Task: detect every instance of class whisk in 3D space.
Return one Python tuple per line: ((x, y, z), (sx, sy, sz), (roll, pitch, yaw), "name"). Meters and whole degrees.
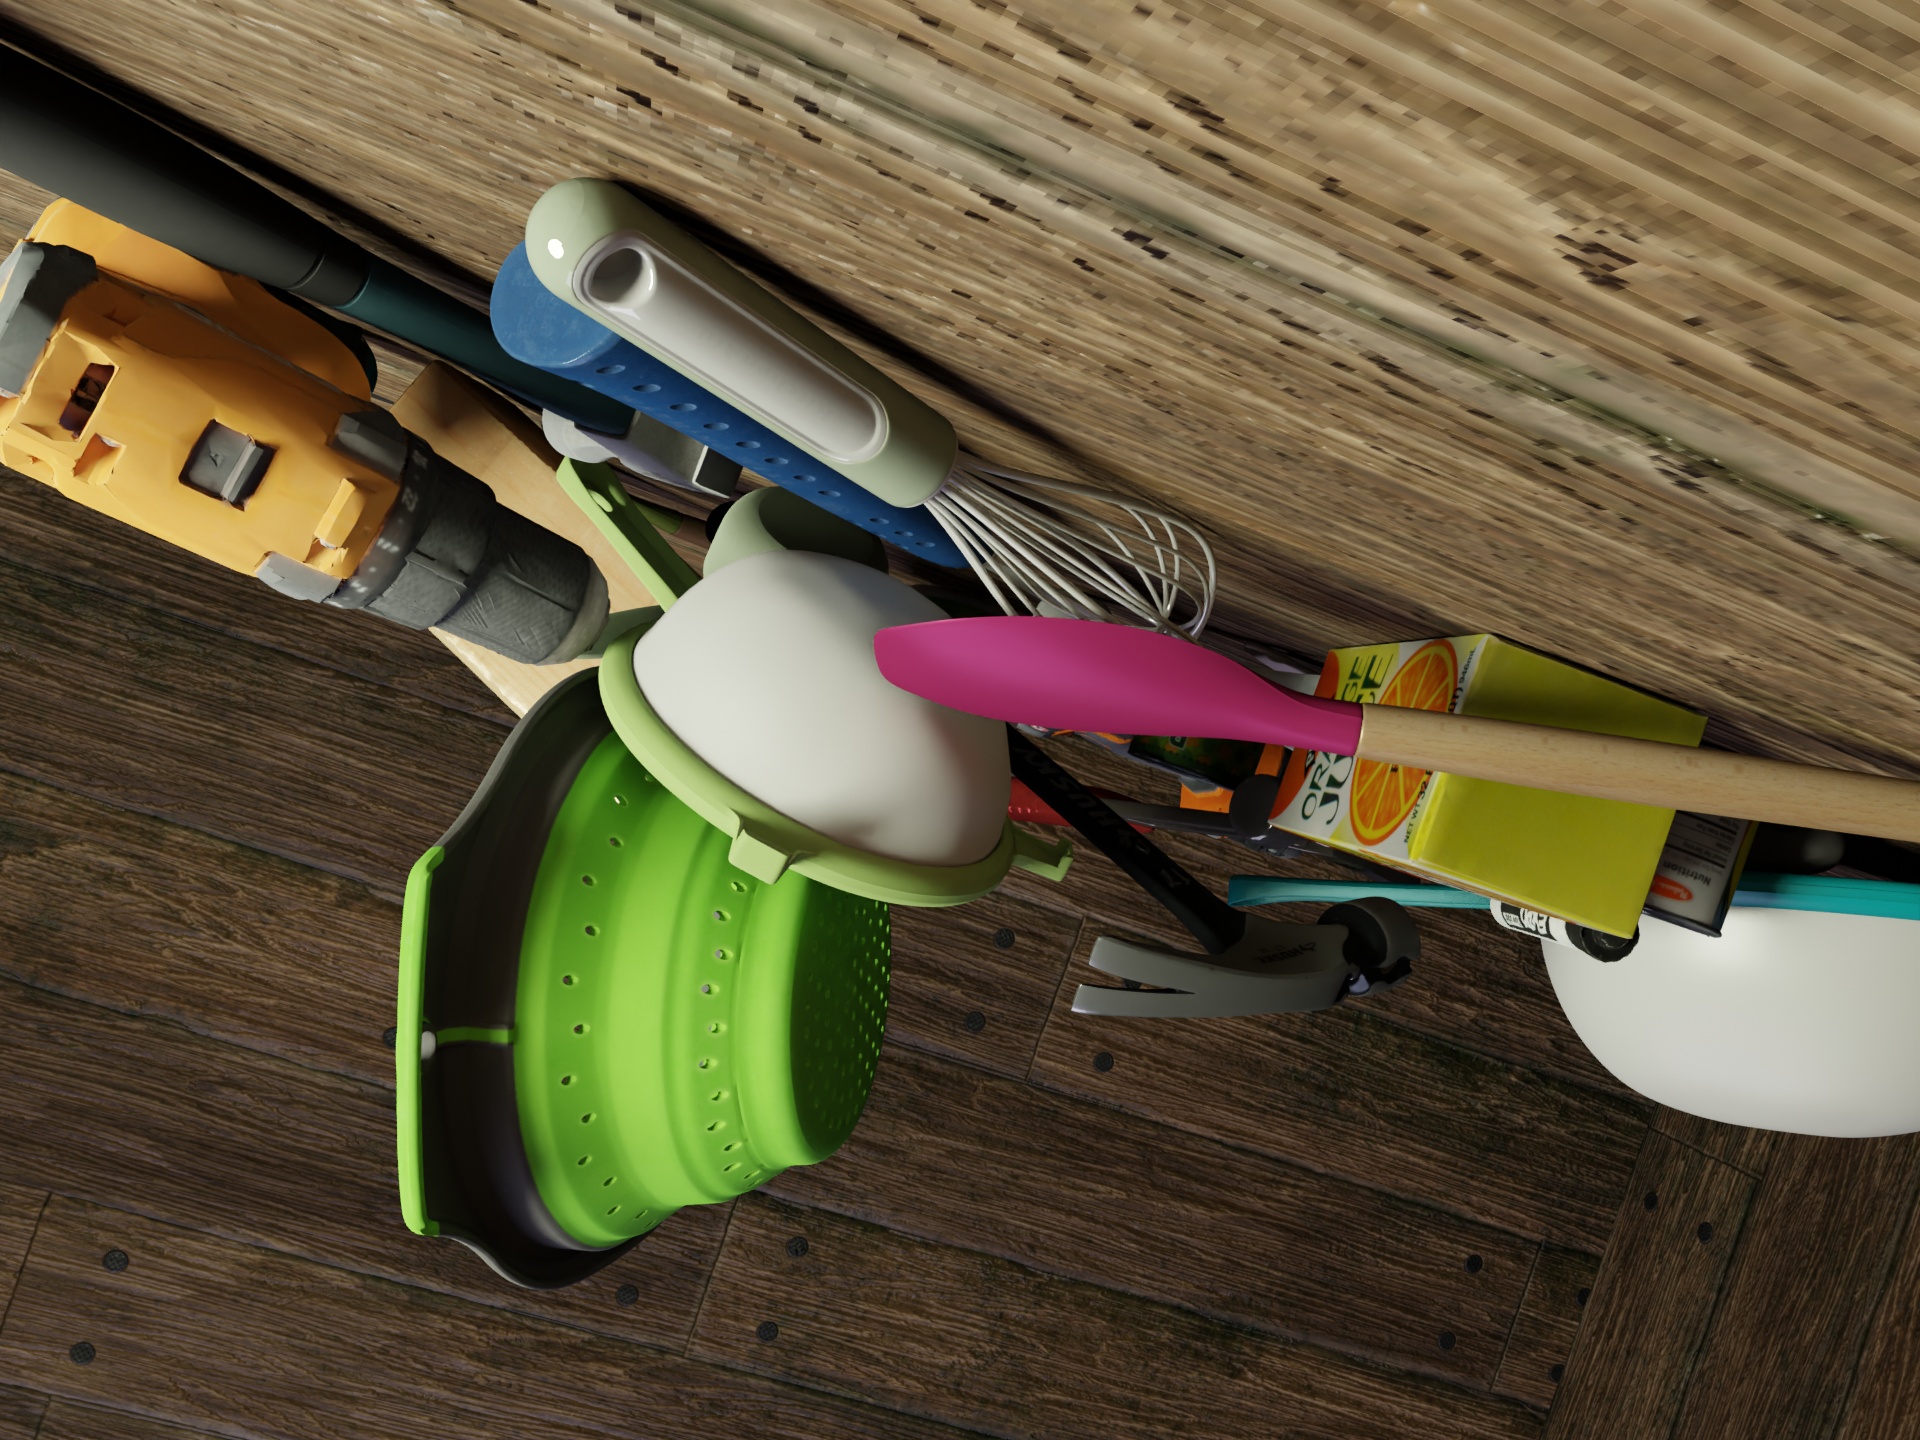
((0.283, 0.046, 0.684), (0.055, 0.055, 0.239), (20, 175, -13), "whisk")
((-0.005, -0.060, 0.392), (0.246, 0.058, 0.059), (26, -156, -47), "whisk")

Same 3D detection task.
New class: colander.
((-0.060, 0.081, 0.603), (0.094, 0.204, 0.397), (3, -177, 14), "colander")

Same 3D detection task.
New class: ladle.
((-0.156, -0.101, 0.971), (0.078, 0.062, 0.320), (10, 175, 46), "ladle")

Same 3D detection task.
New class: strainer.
((0.276, 0.116, 0.670), (0.340, 0.095, 0.210), (0, 170, 26), "strainer")
((-0.065, -0.043, 0.546), (0.151, 0.069, 0.257), (6, -148, -49), "strainer")

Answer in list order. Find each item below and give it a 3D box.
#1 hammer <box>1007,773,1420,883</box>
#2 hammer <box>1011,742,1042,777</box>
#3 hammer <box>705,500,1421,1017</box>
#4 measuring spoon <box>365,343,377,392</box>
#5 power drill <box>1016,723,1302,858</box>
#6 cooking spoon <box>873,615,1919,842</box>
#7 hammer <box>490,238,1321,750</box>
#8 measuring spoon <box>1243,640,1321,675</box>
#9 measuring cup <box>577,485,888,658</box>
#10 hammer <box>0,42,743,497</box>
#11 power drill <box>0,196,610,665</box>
((0.063, 0.048, 0.865), (0.359, 0.037, 0.149), (4, 168, 44), "hammer")
((-0.132, -0.032, 0.926), (0.410, 0.038, 0.146), (21, 168, -27), "hammer")
((-0.001, -0.002, 0.685), (0.149, 0.036, 0.409), (-4, -149, -40), "hammer")
((-0.303, -0.180, 0.668), (0.128, 0.021, 0.042), (30, 174, -29), "measuring spoon")
((0.120, 0.010, 1.009), (0.226, 0.084, 0.164), (24, 178, -15), "power drill")
((0.133, 0.006, 0.428), (0.319, 0.017, 0.068), (8, 158, 6), "cooking spoon")
((0.011, -0.055, 0.521), (0.144, 0.035, 0.405), (22, 180, 30), "hammer")
((0.177, -0.010, 0.677), (0.124, 0.018, 0.034), (26, 173, -7), "measuring spoon")
((-0.094, -0.057, 0.636), (0.083, 0.038, 0.167), (44, -144, 20), "measuring cup")
((-0.182, -0.127, 0.433), (0.128, 0.033, 0.330), (20, 180, 37), "hammer")
((-0.222, -0.093, 0.518), (0.185, 0.084, 0.226), (27, -175, -36), "power drill")
